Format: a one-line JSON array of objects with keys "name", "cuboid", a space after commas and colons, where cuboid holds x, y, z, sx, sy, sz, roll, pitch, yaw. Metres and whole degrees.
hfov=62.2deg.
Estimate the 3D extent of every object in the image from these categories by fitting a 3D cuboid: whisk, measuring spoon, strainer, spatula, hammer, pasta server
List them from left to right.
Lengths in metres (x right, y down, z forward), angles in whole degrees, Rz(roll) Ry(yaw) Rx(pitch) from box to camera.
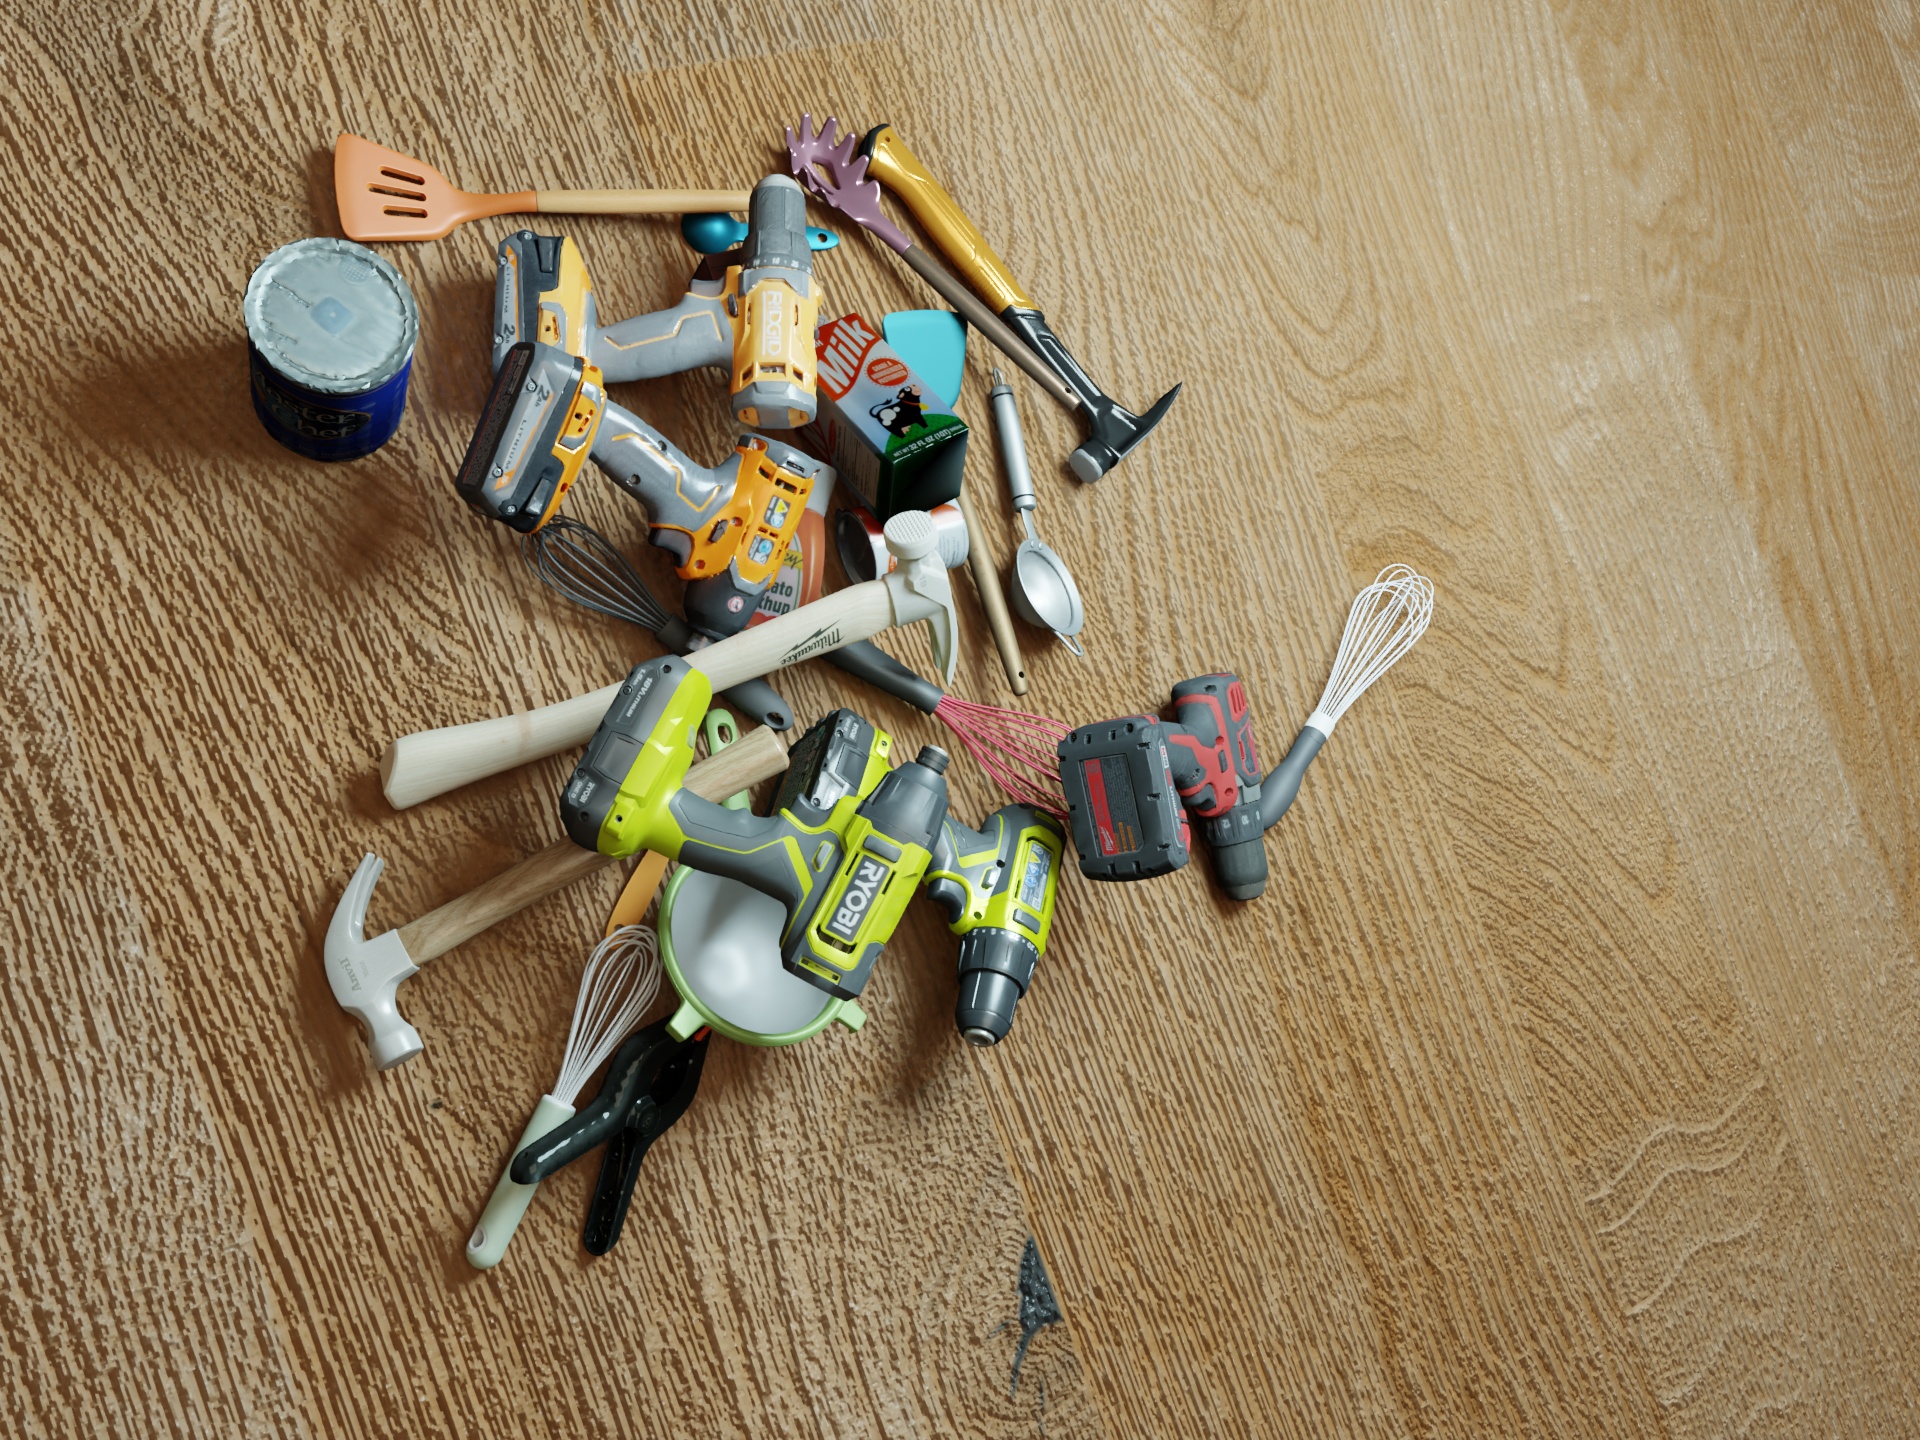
[{"name": "hammer", "cuboid": [-0.268, 0.094, 1.072, 0.331, 0.031, 0.130, -30, 78, -12]}, {"name": "whisk", "cuboid": [-0.268, 0.252, 1.078, 0.059, 0.058, 0.246, 39, 70, -43]}, {"name": "spatula", "cuboid": [-0.289, -0.388, 1.177, 0.322, 0.041, 0.081, -5, 81, -14]}, {"name": "measuring spoon", "cuboid": [-0.225, 0.111, 1.142, 0.021, 0.011, 0.117, 30, 74, -17]}, {"name": "whisk", "cuboid": [-0.217, -0.066, 1.159, 0.238, 0.055, 0.055, 39, 68, -16]}, {"name": "hammer", "cuboid": [-0.197, -0.019, 1.116, 0.410, 0.146, 0.038, -21, 46, -10]}, {"name": "strainer", "cuboid": [-0.166, 0.118, 1.141, 0.151, 0.069, 0.257, 5, 60, -35]}, {"name": "measuring spoon", "cuboid": [-0.155, -0.388, 1.255, 0.128, 0.021, 0.042, -2, 81, -21]}, {"name": "pasta server", "cuboid": [-0.020, -0.362, 1.273, 0.316, 0.040, 0.060, 43, 62, 1]}, {"name": "whisk", "cuboid": [-0.002, -0.004, 1.230, 0.295, 0.073, 0.073, 30, 70, -8]}, {"name": "spatula", "cuboid": [0.007, -0.172, 1.260, 0.082, 0.044, 0.318, -10, 78, -34]}, {"name": "hammer", "cuboid": [0.041, -0.359, 1.322, 0.337, 0.034, 0.127, 48, 63, -6]}, {"name": "strainer", "cuboid": [0.053, -0.167, 1.291, 0.086, 0.050, 0.258, 8, 68, -54]}, {"name": "whisk", "cuboid": [0.324, -0.021, 1.370, 0.070, 0.070, 0.285, 40, 72, -11]}]

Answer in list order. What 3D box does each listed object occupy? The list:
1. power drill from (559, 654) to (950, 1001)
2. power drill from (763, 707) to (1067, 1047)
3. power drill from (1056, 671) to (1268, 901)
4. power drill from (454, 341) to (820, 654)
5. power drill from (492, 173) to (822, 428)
[{"name": "power drill", "cuboid": [-0.127, 0.056, 1.031, 0.223, 0.080, 0.171, 27, 81, 3]}, {"name": "power drill", "cuboid": [-0.030, 0.112, 1.151, 0.228, 0.080, 0.191, 33, 50, -21]}, {"name": "power drill", "cuboid": [0.174, 0.067, 1.238, 0.226, 0.080, 0.188, -15, 94, -56]}, {"name": "power drill", "cuboid": [-0.220, -0.146, 1.090, 0.226, 0.084, 0.164, 22, 90, -34]}, {"name": "power drill", "cuboid": [-0.213, -0.306, 1.149, 0.226, 0.084, 0.185, 1, 80, -2]}]
